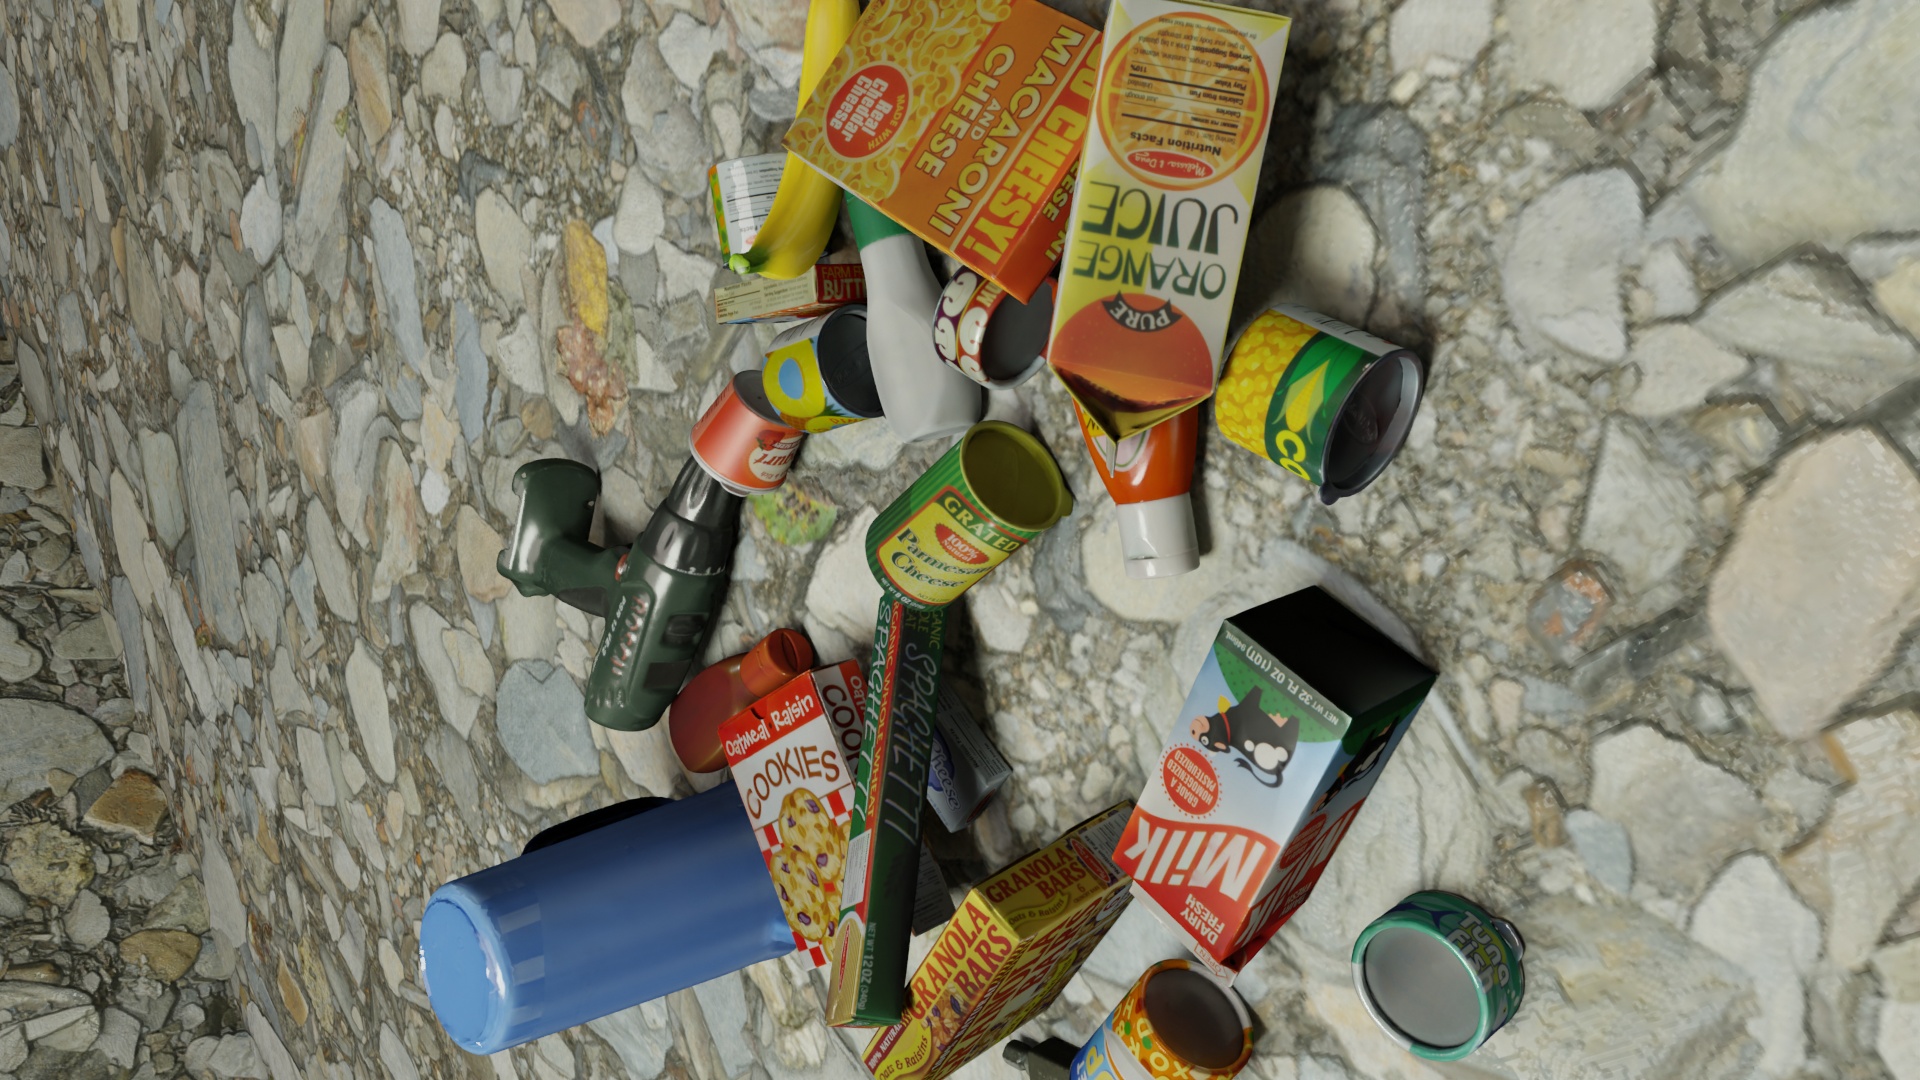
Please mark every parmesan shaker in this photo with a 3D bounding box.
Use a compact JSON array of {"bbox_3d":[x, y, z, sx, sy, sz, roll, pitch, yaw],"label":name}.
[{"bbox_3d":[0.003,-0.009,0.755,0.102,0.071,0.071,-41,71,45],"label":"parmesan shaker"}]

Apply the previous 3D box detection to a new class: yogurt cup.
[{"bbox_3d":[-0.131,-0.071,0.881,0.072,0.072,0.053,52,125,24],"label":"yogurt cup"}]

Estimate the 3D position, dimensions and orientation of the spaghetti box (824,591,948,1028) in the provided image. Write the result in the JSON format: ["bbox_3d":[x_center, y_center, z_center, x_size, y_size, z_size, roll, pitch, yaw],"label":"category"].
[{"bbox_3d":[-0.039,0.138,0.767,0.050,0.029,0.251,137,144,-59],"label":"spaghetti box"}]

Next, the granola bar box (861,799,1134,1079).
[{"bbox_3d":[0.028,0.221,0.743,0.039,0.125,0.164,47,130,25],"label":"granola bar box"}]

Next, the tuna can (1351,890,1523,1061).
[{"bbox_3d":[0.210,0.190,0.609,0.071,0.033,0.071,16,112,44],"label":"tuna can"}]

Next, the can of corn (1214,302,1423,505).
[{"bbox_3d":[0.148,-0.058,0.583,0.058,0.071,0.070,34,123,37],"label":"can of corn"}]

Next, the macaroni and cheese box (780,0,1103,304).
[{"bbox_3d":[0.004,-0.208,0.683,0.167,0.040,0.123,39,98,33],"label":"macaroni and cheese box"}]

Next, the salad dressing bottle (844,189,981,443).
[{"bbox_3d":[-0.029,-0.130,0.773,0.064,0.044,0.147,-18,86,48],"label":"salad dressing bottle"}]

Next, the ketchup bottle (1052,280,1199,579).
[{"bbox_3d":[0.086,-0.057,0.668,0.064,0.044,0.148,-6,97,41],"label":"ketchup bottle"}]

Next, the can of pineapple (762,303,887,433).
[{"bbox_3d":[-0.073,-0.097,0.809,0.057,0.071,0.071,-10,93,48],"label":"can of pineapple"}]

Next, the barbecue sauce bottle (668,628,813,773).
[{"bbox_3d":[-0.153,0.108,0.965,0.148,0.044,0.065,-41,60,44],"label":"barbecue sauce bottle"}]

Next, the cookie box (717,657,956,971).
[{"bbox_3d":[-0.081,0.171,0.861,0.122,0.040,0.167,-34,75,45],"label":"cookie box"}]

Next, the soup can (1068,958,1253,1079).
[{"bbox_3d":[0.101,0.268,0.717,0.071,0.071,0.083,48,131,27],"label":"soup can"}]

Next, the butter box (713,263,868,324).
[{"bbox_3d":[-0.097,-0.147,0.832,0.103,0.053,0.024,-1,97,46],"label":"butter box"}]

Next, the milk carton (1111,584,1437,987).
[{"bbox_3d":[0.134,0.122,0.642,0.072,0.074,0.189,41,128,32],"label":"milk carton"}]

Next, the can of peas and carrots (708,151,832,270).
[{"bbox_3d":[-0.113,-0.196,0.829,0.071,0.071,0.058,-3,98,47],"label":"can of peas and carrots"}]

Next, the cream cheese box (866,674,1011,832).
[{"bbox_3d":[-0.016,0.117,0.837,0.104,0.024,0.053,53,131,23],"label":"cream cheese box"}]

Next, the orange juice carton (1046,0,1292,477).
[{"bbox_3d":[0.081,-0.124,0.592,0.073,0.072,0.192,10,100,1],"label":"orange juice carton"}]

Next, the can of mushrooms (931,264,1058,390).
[{"bbox_3d":[0.021,-0.113,0.705,0.033,0.071,0.070,35,124,35],"label":"can of mushrooms"}]
